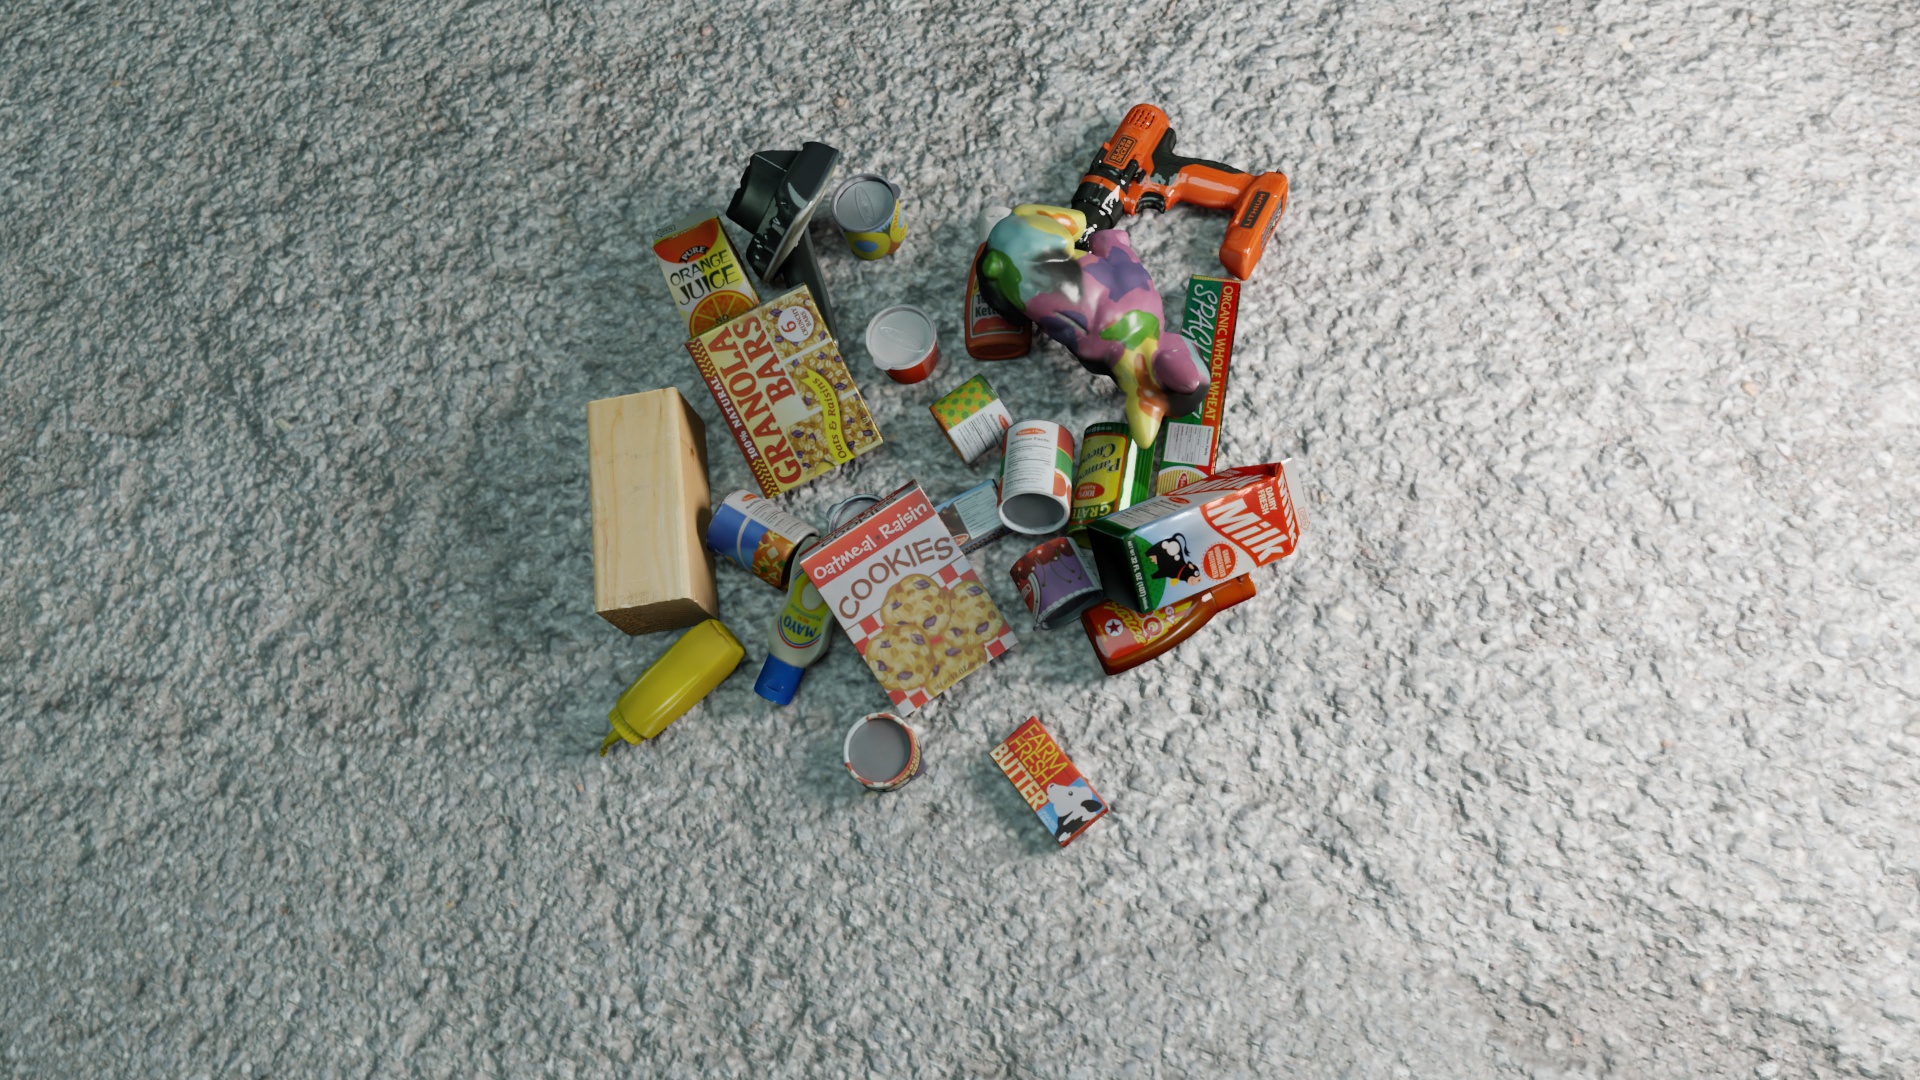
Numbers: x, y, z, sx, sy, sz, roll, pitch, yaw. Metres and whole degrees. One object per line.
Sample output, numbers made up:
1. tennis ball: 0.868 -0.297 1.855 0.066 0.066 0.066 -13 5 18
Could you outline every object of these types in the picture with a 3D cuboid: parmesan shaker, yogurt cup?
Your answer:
1. parmesan shaker: 0.134 -0.047 1.247 0.071 0.071 0.103 7 73 11
2. yogurt cup: -0.053 -0.185 1.328 0.072 0.054 0.072 -3 71 8

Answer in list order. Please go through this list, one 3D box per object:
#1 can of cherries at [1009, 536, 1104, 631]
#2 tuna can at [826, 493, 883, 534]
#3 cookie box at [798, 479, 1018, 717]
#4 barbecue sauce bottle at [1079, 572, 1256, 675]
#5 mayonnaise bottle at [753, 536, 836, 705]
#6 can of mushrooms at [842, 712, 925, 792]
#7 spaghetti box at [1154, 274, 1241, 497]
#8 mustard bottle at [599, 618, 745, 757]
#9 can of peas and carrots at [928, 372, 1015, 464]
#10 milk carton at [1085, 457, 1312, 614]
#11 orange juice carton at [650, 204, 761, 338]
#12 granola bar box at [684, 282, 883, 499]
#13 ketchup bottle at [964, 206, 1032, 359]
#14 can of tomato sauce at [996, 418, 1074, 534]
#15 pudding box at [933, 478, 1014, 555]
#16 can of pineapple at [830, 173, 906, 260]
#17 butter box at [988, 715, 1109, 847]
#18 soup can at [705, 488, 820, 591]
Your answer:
1. can of cherries: 0.083 0.039 1.224 0.071 0.071 0.058 -28 70 -1
2. tuna can: -0.089 -0.008 1.286 0.071 0.032 0.071 -3 72 8
3. cookie box: -0.046 0.050 1.214 0.123 0.040 0.167 -33 103 -2
4. barbecue sauce bottle: 0.183 0.062 1.213 0.148 0.043 0.065 -24 64 0
5. mayonnaise bottle: -0.139 0.074 1.245 0.065 0.041 0.148 25 92 4
6. can of mushrooms: -0.067 0.186 1.217 0.071 0.033 0.071 -3 71 8
7. spaghetti box: 0.218 -0.127 1.278 0.050 0.028 0.250 8 73 12
8. mustard bottle: -0.268 0.138 1.251 0.160 0.065 0.049 -41 75 -2
9. can of peas and carrots: 0.011 -0.113 1.289 0.059 0.070 0.071 -34 70 -2
10. milk carton: 0.213 -0.008 1.185 0.191 0.073 0.072 -21 106 -15
11. orange juice carton: -0.242 -0.244 1.368 0.072 0.073 0.193 -26 69 0
12. granola bar box: -0.163 -0.138 1.293 0.124 0.039 0.165 -26 104 0
13. ketchup bottle: 0.036 -0.249 1.341 0.065 0.043 0.149 -3 71 8
14. can of tomato sauce: 0.068 -0.056 1.247 0.071 0.071 0.083 0 54 9
15. pudding box: 0.005 -0.016 1.275 0.084 0.030 0.050 -27 71 0
16. can of pineapple: -0.088 -0.320 1.377 0.071 0.057 0.071 -3 72 8
17. butter box: 0.075 0.206 1.192 0.053 0.024 0.104 -38 70 -4
18. soup can: -0.182 0.002 1.282 0.084 0.071 0.071 29 79 16
